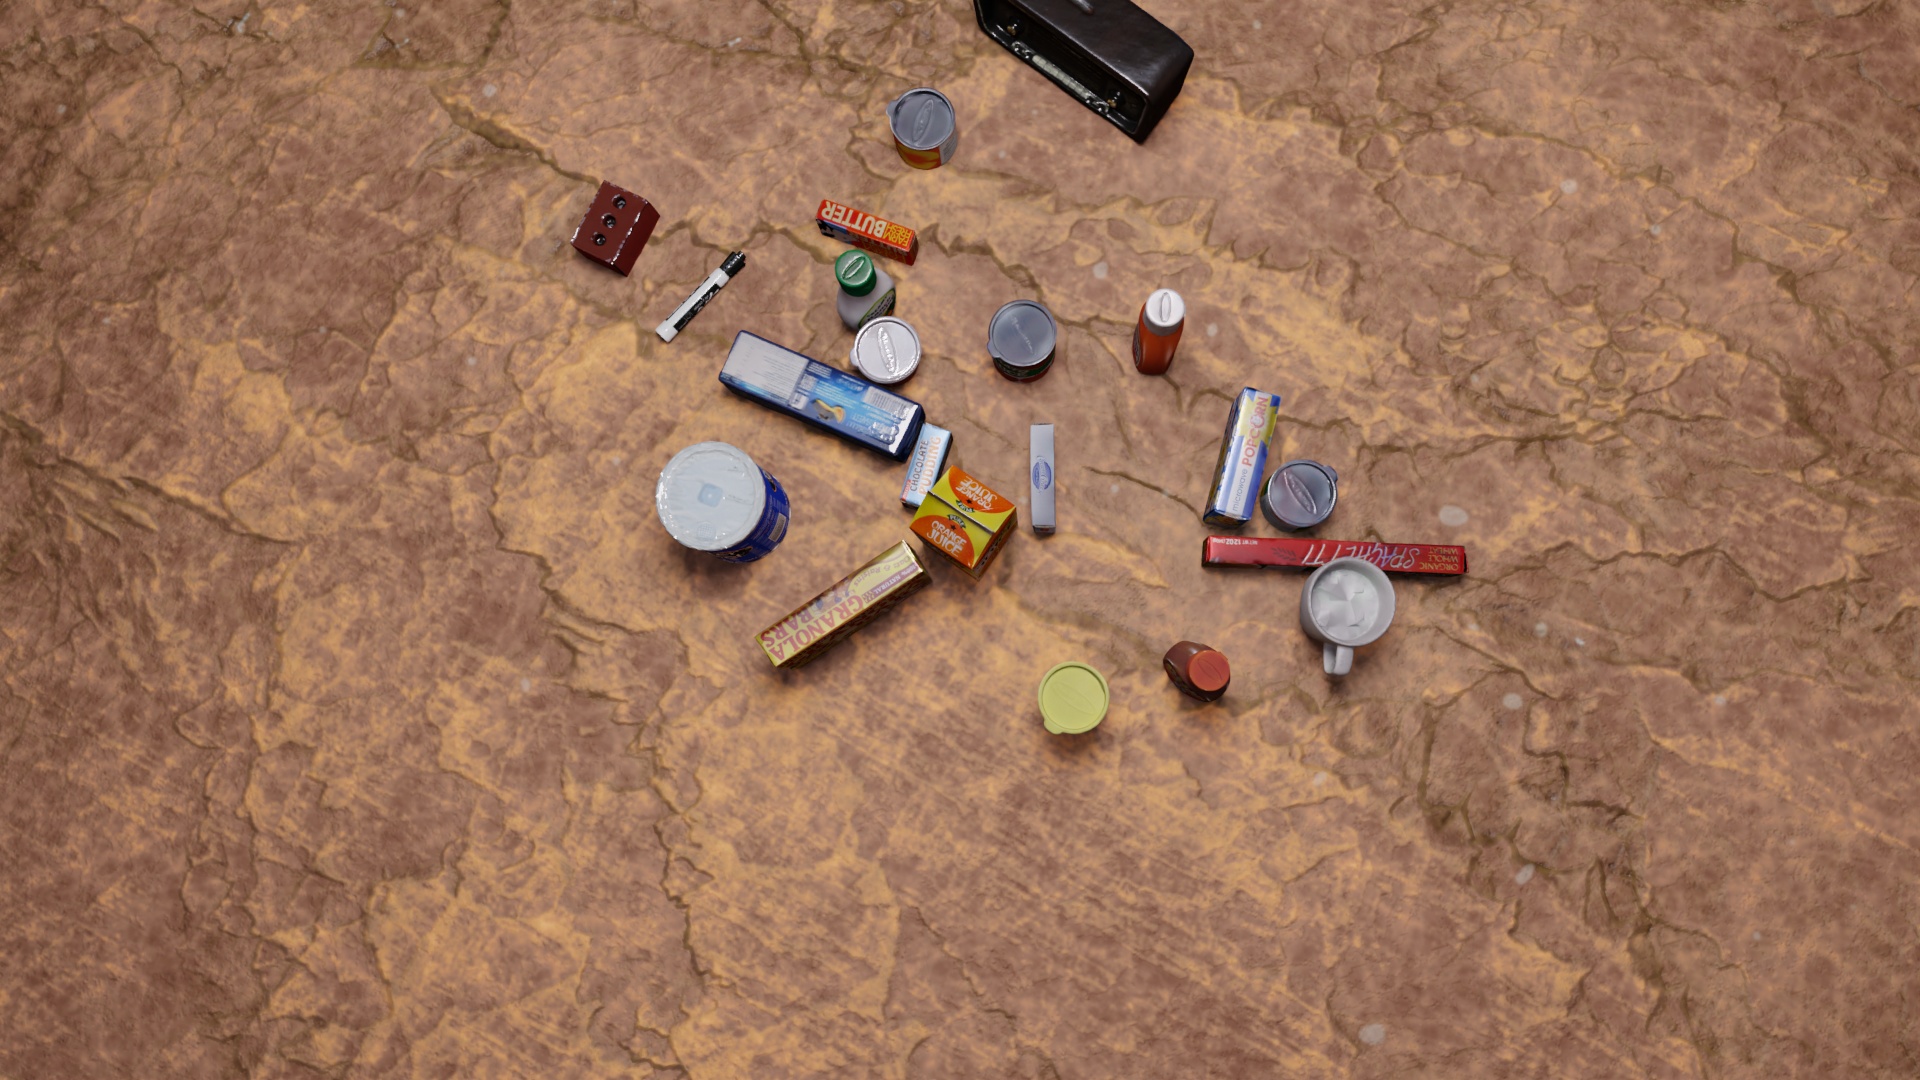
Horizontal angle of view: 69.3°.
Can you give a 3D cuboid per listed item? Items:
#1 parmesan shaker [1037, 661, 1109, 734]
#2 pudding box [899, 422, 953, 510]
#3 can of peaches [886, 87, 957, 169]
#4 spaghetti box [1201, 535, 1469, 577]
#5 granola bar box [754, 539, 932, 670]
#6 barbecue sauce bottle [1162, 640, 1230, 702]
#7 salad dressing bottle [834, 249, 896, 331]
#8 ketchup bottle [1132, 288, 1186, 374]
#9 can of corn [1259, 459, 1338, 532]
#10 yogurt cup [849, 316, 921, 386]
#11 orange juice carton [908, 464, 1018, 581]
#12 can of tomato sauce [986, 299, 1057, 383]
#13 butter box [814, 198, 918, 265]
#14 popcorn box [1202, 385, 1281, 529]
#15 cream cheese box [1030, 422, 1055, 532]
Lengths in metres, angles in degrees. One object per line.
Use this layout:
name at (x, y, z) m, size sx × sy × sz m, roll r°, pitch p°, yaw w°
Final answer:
parmesan shaker at (0.105, 0.152, 1.328) m, size 0.071 × 0.103 × 0.071 m, roll 0°, pitch 84°, yaw 3°
pudding box at (-0.034, -0.072, 1.388) m, size 0.030 × 0.049 × 0.084 m, roll 18°, pitch 85°, yaw 5°
can of peaches at (-0.039, -0.423, 1.425) m, size 0.071 × 0.058 × 0.071 m, roll 0°, pitch 84°, yaw 3°
spaghetti box at (0.363, 0.016, 1.357) m, size 0.250 × 0.050 × 0.028 m, roll 2°, pitch 84°, yaw 3°
granola bar box at (-0.108, 0.065, 1.339) m, size 0.165 × 0.124 × 0.039 m, roll -33°, pitch 83°, yaw -1°
barbecue sauce bottle at (0.225, 0.122, 1.302) m, size 0.043 × 0.148 × 0.065 m, roll -45°, pitch 83°, yaw -2°
salad dressing bottle at (-0.096, -0.246, 1.362) m, size 0.044 × 0.147 × 0.064 m, roll 44°, pitch 88°, yaw 6°
ketchup bottle at (0.193, -0.206, 1.342) m, size 0.043 × 0.148 × 0.065 m, roll 4°, pitch 84°, yaw 4°
can of corn at (0.332, -0.044, 1.361) m, size 0.071 × 0.058 × 0.071 m, roll 0°, pitch 84°, yaw 3°
yogurt cup at (-0.071, -0.187, 1.401) m, size 0.072 × 0.054 × 0.072 m, roll 0°, pitch 84°, yaw 3°
orange juice carton at (0.005, -0.016, 1.308) m, size 0.072 × 0.192 × 0.073 m, roll 34°, pitch 87°, yaw 6°
can of tomato sauce at (0.061, -0.195, 1.381) m, size 0.071 × 0.083 × 0.071 m, roll 0°, pitch 84°, yaw 3°
butter box at (-0.094, -0.314, 1.418) m, size 0.103 × 0.053 × 0.024 m, roll 20°, pitch 85°, yaw 5°
popcorn box at (0.273, -0.078, 1.355) m, size 0.038 × 0.085 × 0.127 m, roll 15°, pitch 85°, yaw 5°
cream cheese box at (0.082, -0.061, 1.379) m, size 0.024 × 0.053 × 0.104 m, roll -1°, pitch 83°, yaw 3°
